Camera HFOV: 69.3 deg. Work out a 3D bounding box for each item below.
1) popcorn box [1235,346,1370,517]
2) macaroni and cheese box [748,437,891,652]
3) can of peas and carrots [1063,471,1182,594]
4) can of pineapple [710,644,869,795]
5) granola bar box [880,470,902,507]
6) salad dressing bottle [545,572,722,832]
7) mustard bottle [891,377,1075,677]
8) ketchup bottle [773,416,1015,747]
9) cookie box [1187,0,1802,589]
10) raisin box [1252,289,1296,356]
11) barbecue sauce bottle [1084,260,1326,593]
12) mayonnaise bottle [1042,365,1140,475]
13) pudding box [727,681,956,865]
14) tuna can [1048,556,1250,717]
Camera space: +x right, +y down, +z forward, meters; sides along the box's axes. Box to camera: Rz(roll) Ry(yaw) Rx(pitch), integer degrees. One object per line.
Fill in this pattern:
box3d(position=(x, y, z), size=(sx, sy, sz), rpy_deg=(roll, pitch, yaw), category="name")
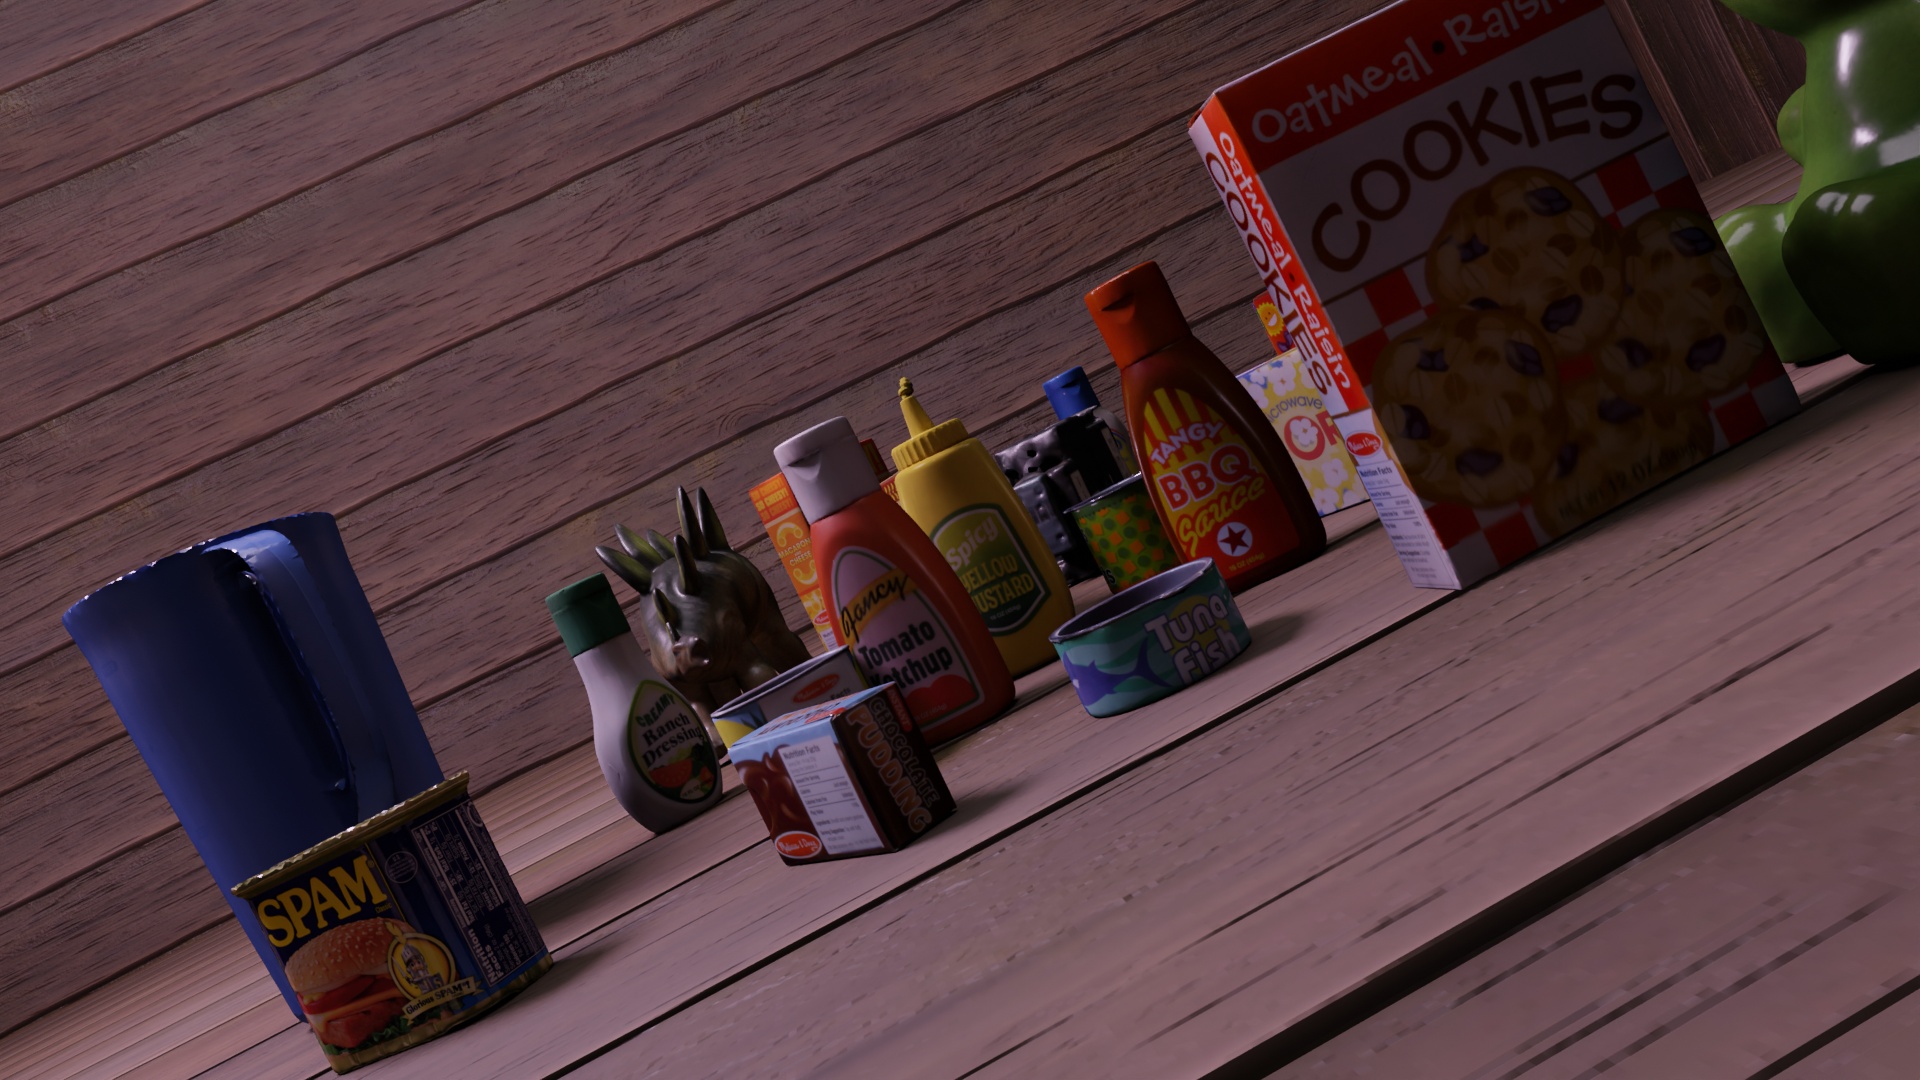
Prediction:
box3d(position=(0.177, -0.055, 0.726), size=(0.038, 0.085, 0.126), rpy_deg=(-27, 1, -36), category="popcorn box")
box3d(position=(-0.073, 0.017, 1.026), size=(0.040, 0.166, 0.124), rpy_deg=(-26, 1, 32), category="macaroni and cheese box")
box3d(position=(0.105, -0.006, 0.824), size=(0.071, 0.058, 0.071), rpy_deg=(-27, 1, 1), category="can of peas and carrots")
box3d(position=(-0.065, 0.085, 0.597), size=(0.071, 0.058, 0.071), rpy_deg=(-27, 1, 1), category="can of pineapple")
box3d(position=(-0.025, 0.021, 0.868), size=(0.039, 0.124, 0.165), rpy_deg=(-27, 1, -28), category="granola bar box")
box3d(position=(-0.188, 0.091, 0.792), size=(0.044, 0.147, 0.064), rpy_deg=(-26, 1, 41), category="salad dressing bottle")
box3d(position=(0.002, -0.009, 0.700), size=(0.065, 0.160, 0.049), rpy_deg=(-27, 1, 3), category="mustard bottle")
box3d(position=(-0.034, 0.018, 0.620), size=(0.064, 0.148, 0.043), rpy_deg=(-26, 1, 20), category="ketchup bottle")
box3d(position=(0.164, -0.087, 0.434), size=(0.123, 0.167, 0.040), rpy_deg=(-27, 1, -4), category="cookie box")
box3d(position=(0.245, -0.114, 0.861), size=(0.086, 0.123, 0.040), rpy_deg=(-27, 1, -33), category="raisin box")
box3d(position=(0.104, -0.051, 0.622), size=(0.064, 0.148, 0.044), rpy_deg=(-26, 1, 28), category="barbecue sauce bottle")
box3d(position=(0.115, -0.070, 1.140), size=(0.065, 0.148, 0.041), rpy_deg=(-27, 1, -6), category="mayonnaise bottle")
box3d(position=(-0.043, 0.081, 0.479), size=(0.030, 0.049, 0.083), rpy_deg=(-27, 1, -37), category="pudding box")
box3d(position=(0.069, 0.034, 0.497), size=(0.071, 0.033, 0.071), rpy_deg=(-27, 1, 1), category="tuna can")
